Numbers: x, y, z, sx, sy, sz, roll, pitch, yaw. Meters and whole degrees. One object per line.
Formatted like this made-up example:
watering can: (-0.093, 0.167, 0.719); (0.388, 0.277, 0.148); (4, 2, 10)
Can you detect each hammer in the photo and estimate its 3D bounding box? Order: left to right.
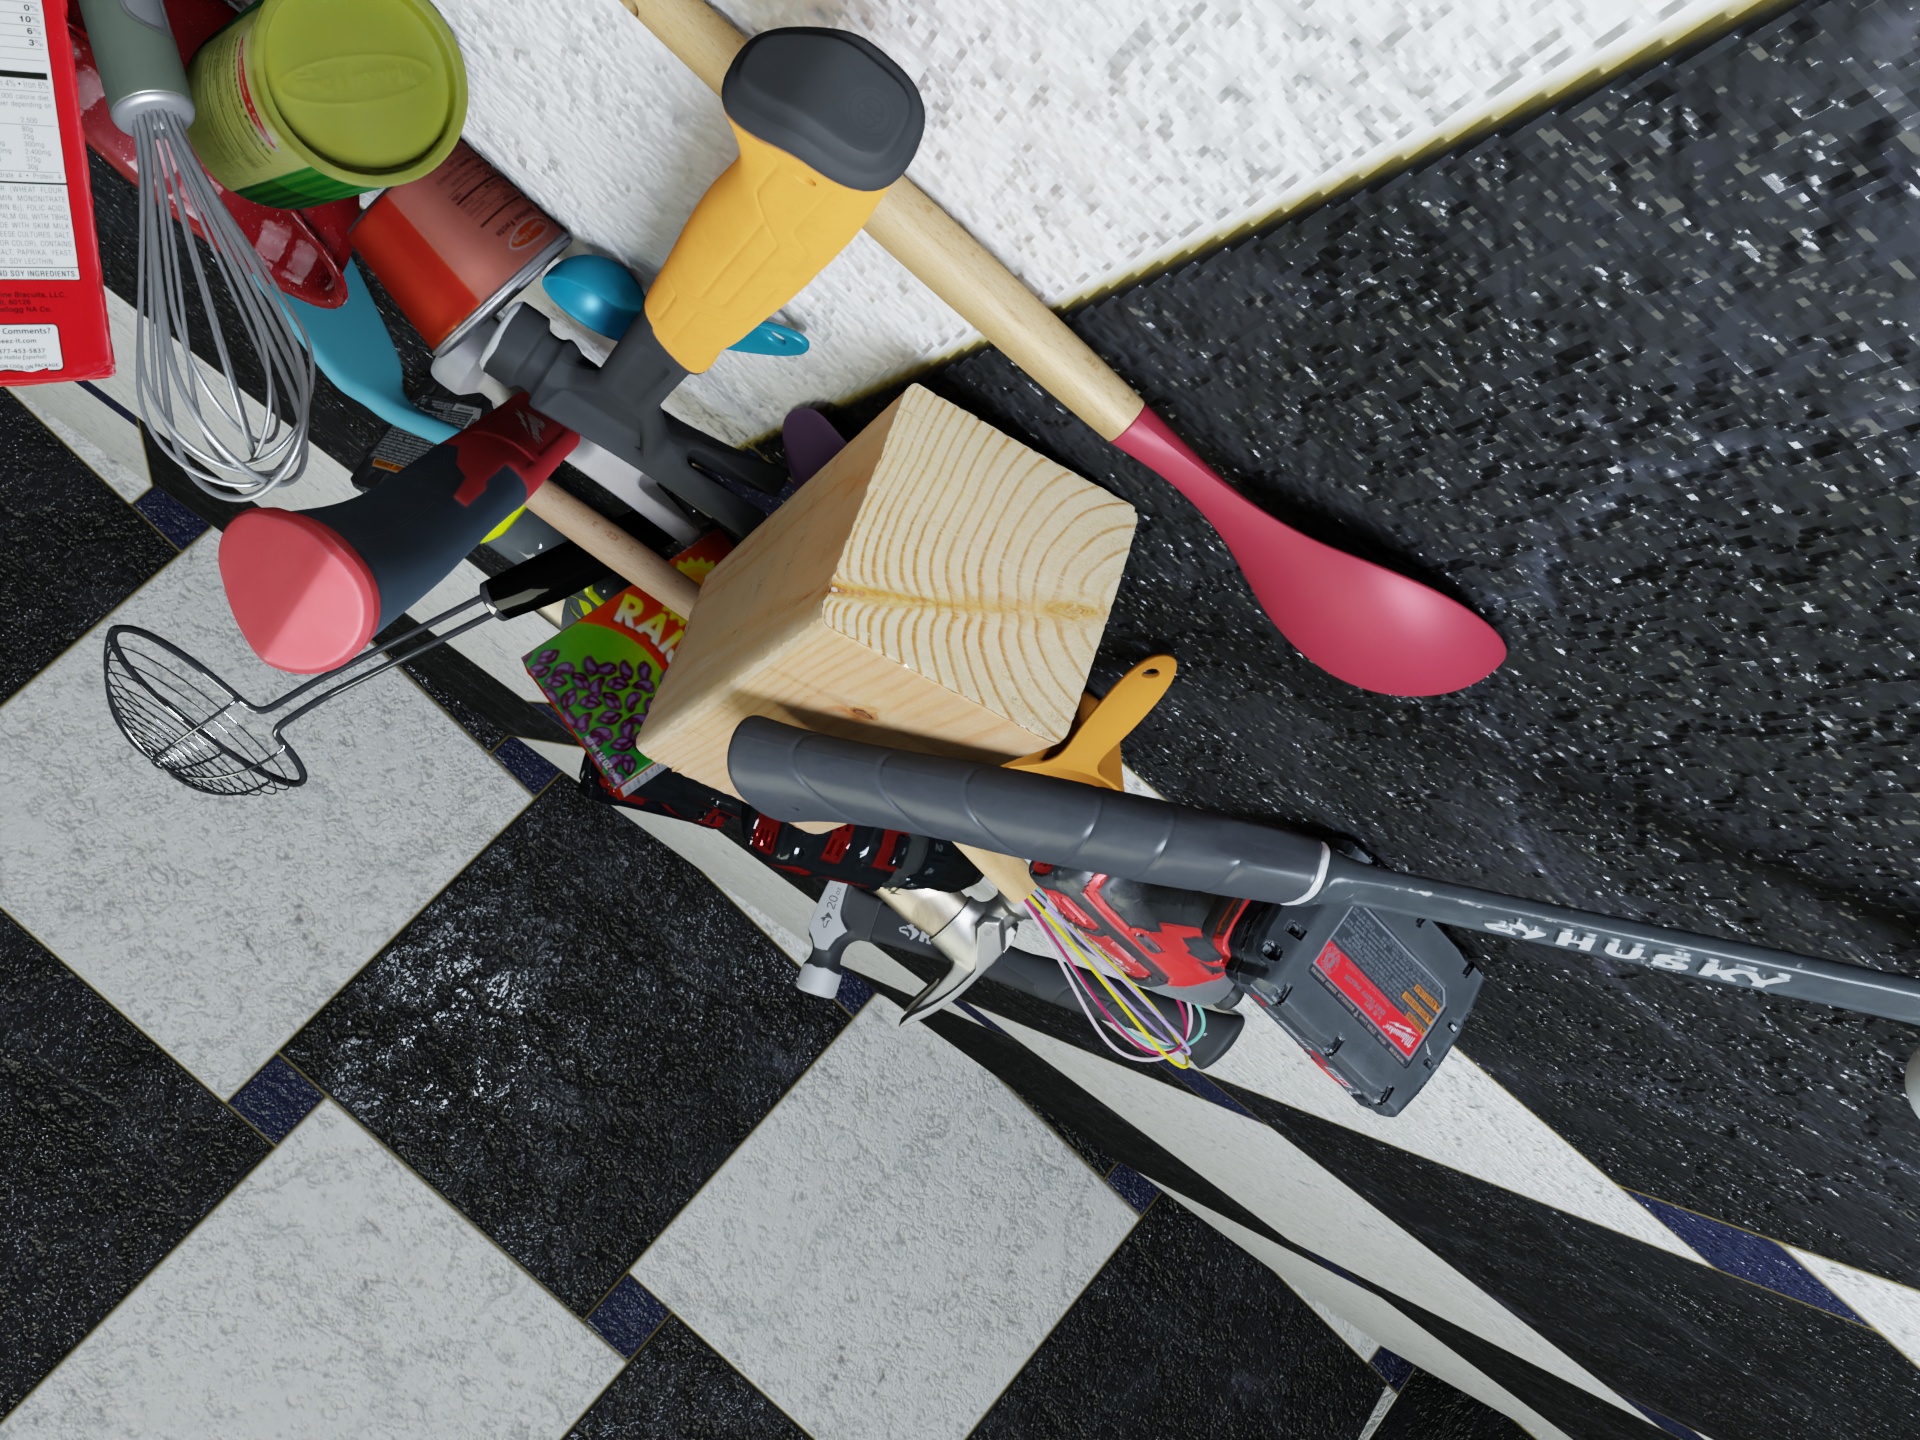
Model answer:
hammer: (-0.163, -0.078, 0.579); (0.143, 0.038, 0.386); (36, -168, -15)
hammer: (-0.075, -0.122, 0.491); (0.127, 0.034, 0.337); (31, 168, -17)
hammer: (-0.138, 0.046, 1.118); (0.410, 0.146, 0.038); (41, -160, -7)
hammer: (0.046, 0.179, 1.179); (0.335, 0.146, 0.035); (16, 173, 20)
hammer: (0.121, 0.049, 0.474); (0.409, 0.036, 0.149); (11, 156, 15)

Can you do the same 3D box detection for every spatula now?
spatula: (-0.201, -0.119, 0.756); (0.317, 0.044, 0.082); (35, -159, 1)
spatula: (-0.069, -0.076, 0.745); (0.060, 0.018, 0.316); (49, 166, 2)

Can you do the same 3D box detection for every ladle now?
ladle: (0.028, -0.101, 0.438); (0.315, 0.031, 0.069); (39, 165, -12)

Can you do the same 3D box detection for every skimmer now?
skimmer: (-0.294, -0.055, 0.840); (0.127, 0.363, 0.090); (58, -166, -37)

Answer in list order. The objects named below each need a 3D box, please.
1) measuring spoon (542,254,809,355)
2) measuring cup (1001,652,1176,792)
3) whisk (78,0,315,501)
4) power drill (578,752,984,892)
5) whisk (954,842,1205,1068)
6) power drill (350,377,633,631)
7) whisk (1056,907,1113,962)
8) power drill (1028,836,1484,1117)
measuring spoon: (-0.099, -0.151, 0.574); (0.129, 0.021, 0.042); (18, 166, 34)
measuring cup: (0.045, -0.002, 0.680); (0.095, 0.052, 0.173); (10, 147, -20)
whisk: (-0.252, -0.185, 0.503); (0.057, 0.059, 0.246); (-3, -107, -66)
power drill: (-0.106, 0.051, 0.991); (0.227, 0.080, 0.187); (18, 179, 39)
whisk: (0.052, 0.109, 0.880); (0.244, 0.047, 0.051); (46, 132, -16)
power drill: (-0.215, -0.090, 0.915); (0.191, 0.080, 0.228); (19, 162, 46)
whisk: (0.147, 0.133, 0.904); (0.239, 0.055, 0.055); (14, 156, 43)
power drill: (0.135, 0.109, 0.772); (0.143, 0.078, 0.220); (44, 165, -21)
